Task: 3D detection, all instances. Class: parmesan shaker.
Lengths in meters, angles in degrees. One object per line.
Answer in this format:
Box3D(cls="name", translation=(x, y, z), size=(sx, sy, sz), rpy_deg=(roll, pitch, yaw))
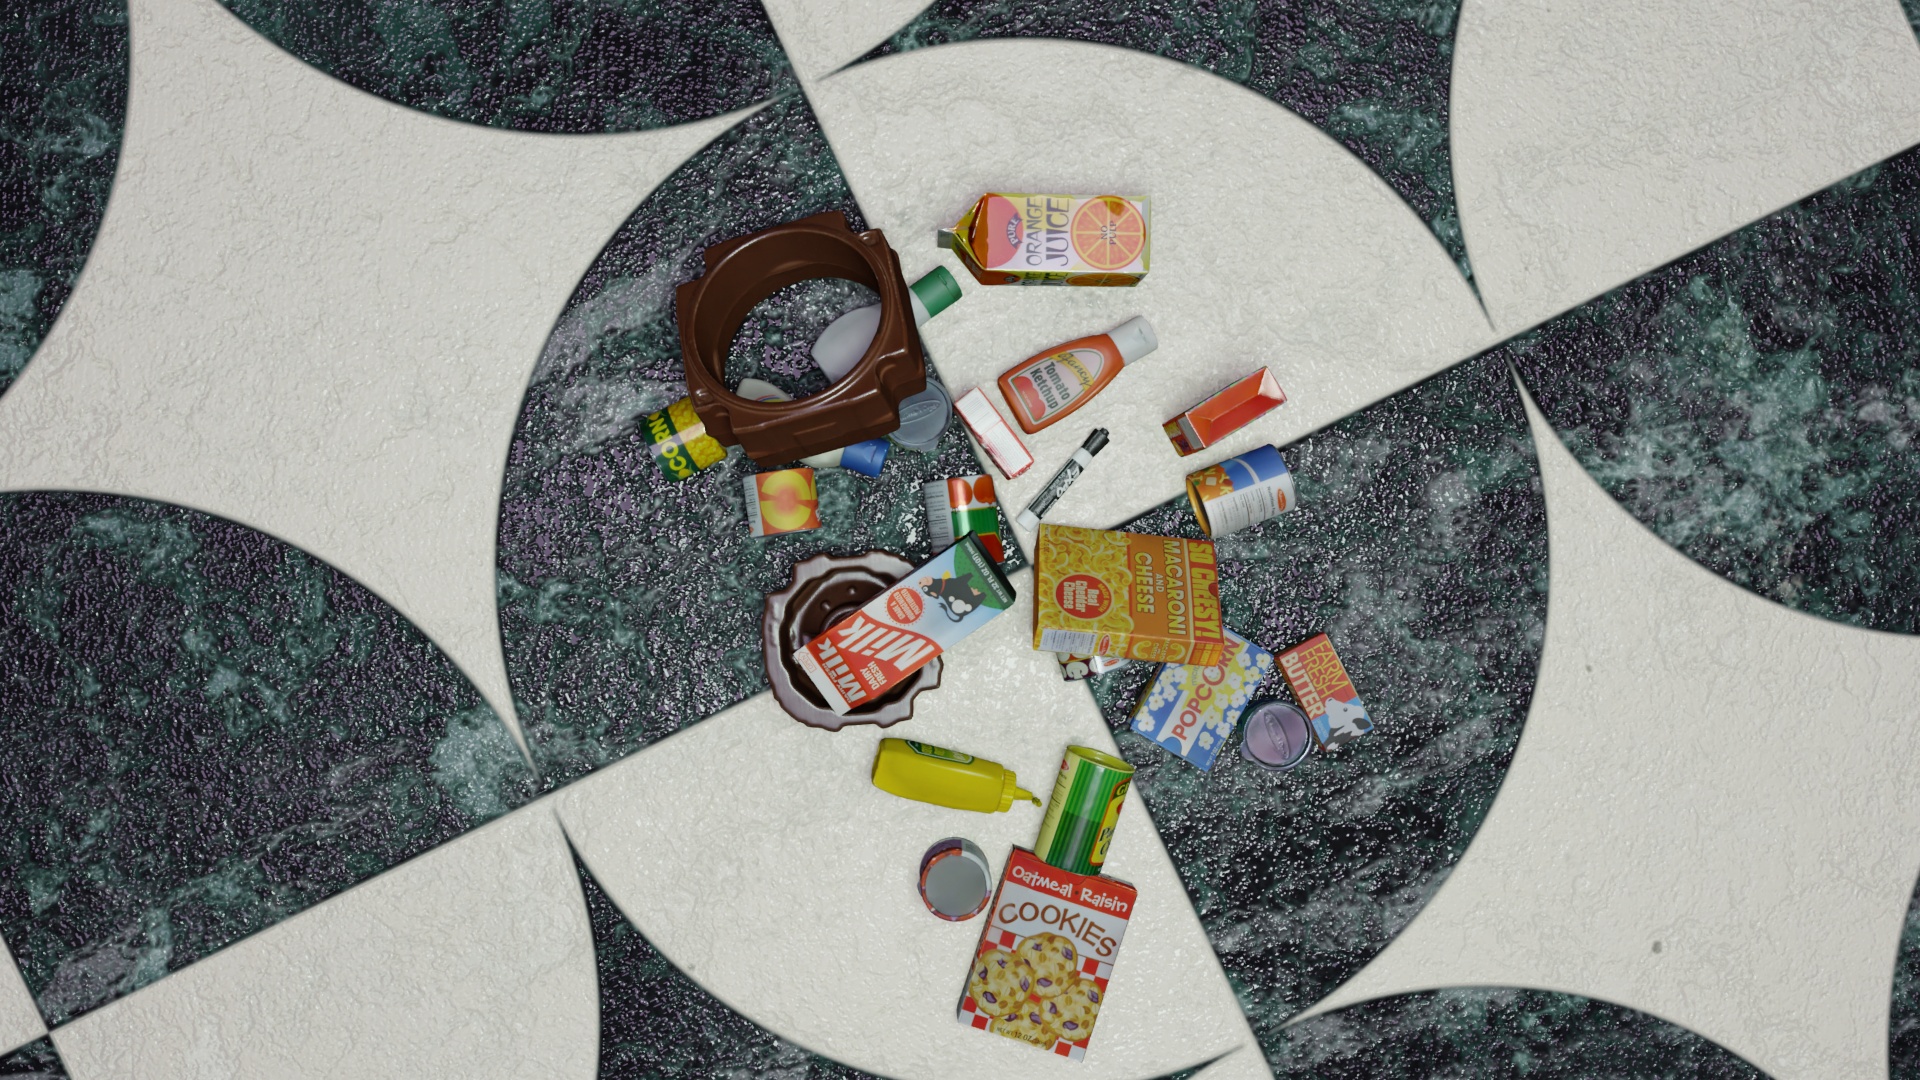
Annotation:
Box3D(cls="parmesan shaker", translation=(0.114, 0.249, 1.282), size=(0.071, 0.071, 0.103), rpy_deg=(17, 93, -2))

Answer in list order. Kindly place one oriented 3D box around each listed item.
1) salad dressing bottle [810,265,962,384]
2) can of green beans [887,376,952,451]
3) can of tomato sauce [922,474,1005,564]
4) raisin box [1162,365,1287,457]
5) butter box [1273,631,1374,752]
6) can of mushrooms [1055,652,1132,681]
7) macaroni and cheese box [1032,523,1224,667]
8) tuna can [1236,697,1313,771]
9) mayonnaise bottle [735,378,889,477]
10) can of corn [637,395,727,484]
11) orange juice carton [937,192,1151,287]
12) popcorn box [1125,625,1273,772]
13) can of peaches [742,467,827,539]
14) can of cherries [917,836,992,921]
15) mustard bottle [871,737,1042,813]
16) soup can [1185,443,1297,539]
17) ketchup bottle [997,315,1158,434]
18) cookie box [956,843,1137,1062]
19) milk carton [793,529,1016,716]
Box3D(cls="salad dressing bottle", translation=(-0.067, -0.199, 1.288), size=(0.148, 0.044, 0.064), rpy_deg=(-35, 80, -3))
Box3D(cls="can of green beans", translation=(-0.042, -0.117, 1.281), size=(0.071, 0.058, 0.071), rpy_deg=(0, 90, -2))
Box3D(cls="can of tomato sauce", translation=(0.005, -0.016, 1.280), size=(0.071, 0.071, 0.083), rpy_deg=(-8, 90, -2))
Box3D(cls="raisin box", translation=(0.237, -0.115, 1.260), size=(0.086, 0.123, 0.040), rpy_deg=(-31, 91, -1))
Box3D(cls="butter box", translation=(0.343, 0.142, 1.312), size=(0.053, 0.024, 0.103), rpy_deg=(-28, 91, -3))
Box3D(cls="can of mushrooms", translation=(0.121, 0.106, 1.284), size=(0.071, 0.071, 0.033), rpy_deg=(-17, 91, -2))
Box3D(cls="macaroni and cheese box", translation=(0.151, 0.049, 1.263), size=(0.166, 0.040, 0.124), rpy_deg=(5, 48, -2))
Box3D(cls="tuna can", translation=(0.292, 0.183, 1.306), size=(0.071, 0.033, 0.071), rpy_deg=(0, 90, -2))
Box3D(cls="mayonnaise bottle", translation=(-0.140, -0.099, 1.285), size=(0.148, 0.041, 0.065), rpy_deg=(19, 85, -2))
Box3D(cls="can of corn", translation=(-0.253, -0.093, 1.266), size=(0.058, 0.071, 0.071), rpy_deg=(-27, 91, -3))
Box3D(cls="orange juice carton", translation=(0.075, -0.276, 1.280), size=(0.193, 0.072, 0.073), rpy_deg=(0, 89, -3))
Box3D(cls="popcorn box", translation=(0.223, 0.139, 1.301), size=(0.085, 0.038, 0.126), rpy_deg=(30, 88, -3))
Box3D(cls="can of peaches", translation=(-0.161, -0.034, 1.273), size=(0.071, 0.071, 0.058), rpy_deg=(-9, 90, -2))
Box3D(cls="can of cherries", translation=(-0.007, 0.314, 1.280), size=(0.071, 0.058, 0.071), rpy_deg=(0, 90, -3))
Box3D(cls="mustard bottle", translation=(-0.001, 0.221, 1.281), size=(0.160, 0.065, 0.048), rpy_deg=(14, 95, -8))
Box3D(cls="soup can", translation=(0.259, -0.047, 1.291), size=(0.084, 0.071, 0.071), rpy_deg=(-20, 91, -1))
Box3D(cls="ketchup bottle", translation=(0.112, -0.159, 1.295), size=(0.149, 0.043, 0.064), rpy_deg=(-29, 91, -3))
Box3D(cls="cookie box", translation=(0.080, 0.382, 1.293), size=(0.123, 0.040, 0.167), rpy_deg=(19, 89, -2))
Box3D(cls="milk carton", translation=(-0.049, 0.074, 1.213), size=(0.190, 0.073, 0.072), rpy_deg=(-35, 92, 5))
